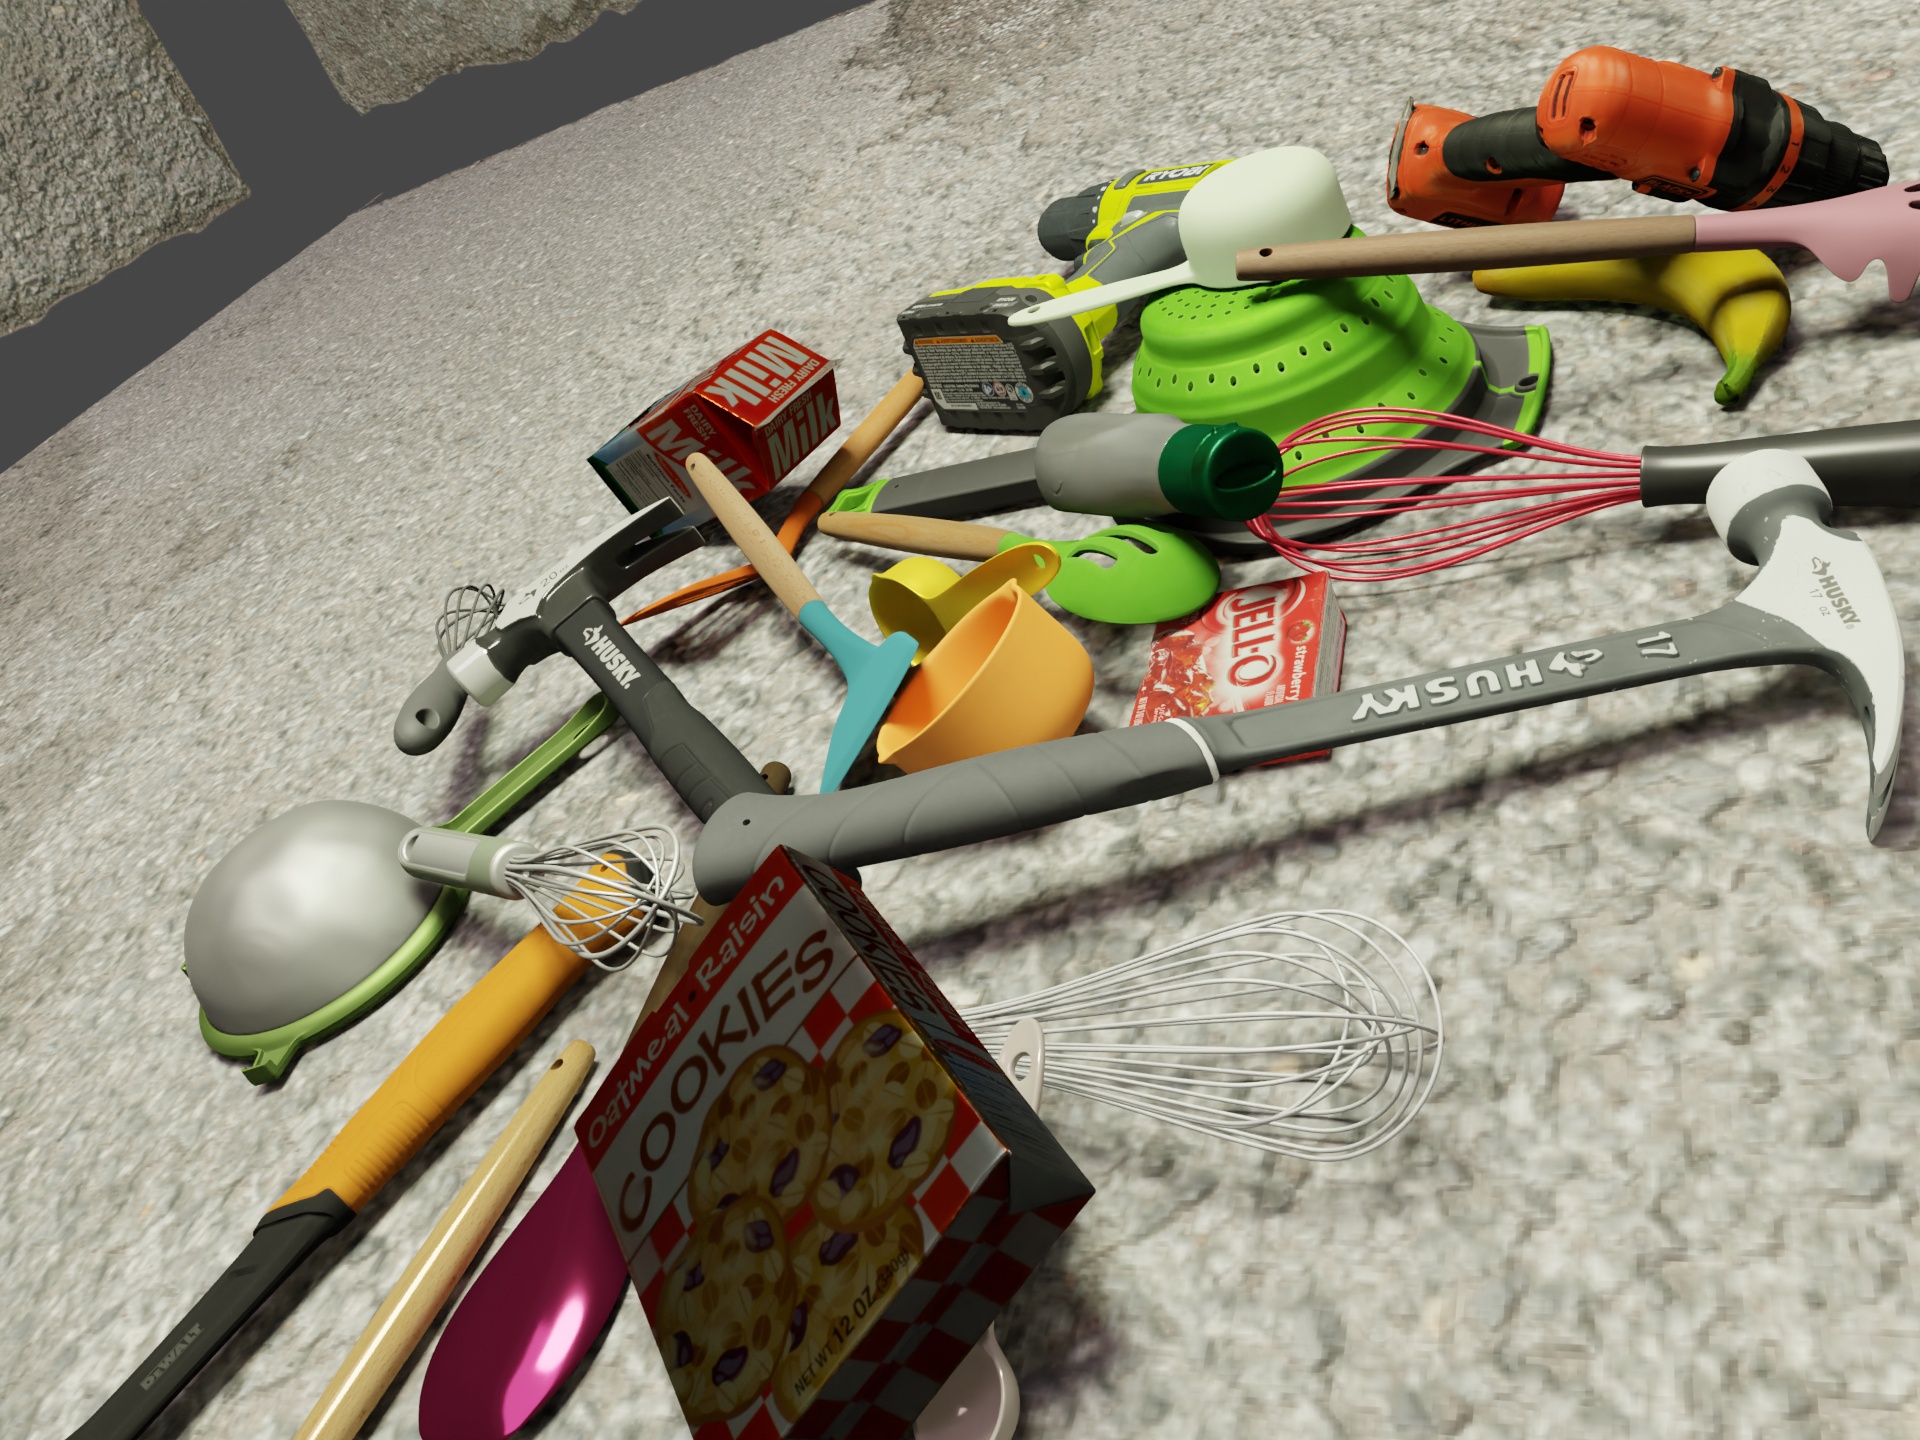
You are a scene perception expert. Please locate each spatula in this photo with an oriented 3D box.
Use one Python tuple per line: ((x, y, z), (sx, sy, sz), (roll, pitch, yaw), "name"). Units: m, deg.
((-0.081, -0.154, 0.953), (0.081, 0.041, 0.323), (-16, 31, 51), "spatula")
((-0.091, -0.070, 0.792), (0.082, 0.044, 0.318), (-59, 40, 16), "spatula")

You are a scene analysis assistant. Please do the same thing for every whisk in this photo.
((-0.181, 0.063, 0.659), (0.246, 0.059, 0.058), (1, 67, 50), "whisk")
((0.016, 0.103, 0.509), (0.284, 0.070, 0.070), (-10, 35, 36), "whisk")
((-0.288, -0.031, 0.906), (0.055, 0.055, 0.239), (-26, 21, 4), "whisk")
((0.242, -0.092, 0.611), (0.296, 0.073, 0.073), (1, 42, 31), "whisk")

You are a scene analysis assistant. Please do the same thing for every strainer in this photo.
((-0.283, 0.053, 0.791), (0.256, 0.069, 0.152), (-42, 34, -19), "strainer")

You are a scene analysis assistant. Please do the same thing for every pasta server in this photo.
((0.276, -0.195, 0.665), (0.316, 0.040, 0.060), (0, 53, 14), "pasta server")

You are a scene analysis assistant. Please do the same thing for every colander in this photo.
((0.082, -0.167, 0.803), (0.397, 0.094, 0.205), (-7, 37, 31), "colander")

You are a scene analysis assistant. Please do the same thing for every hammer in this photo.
((0.099, 0.011, 0.543), (0.409, 0.036, 0.149), (-13, 43, 13), "hammer")
((-0.131, -0.003, 0.730), (0.146, 0.035, 0.335), (-41, 40, -8), "hammer")
((-0.240, 0.174, 0.619), (0.127, 0.034, 0.337), (8, 47, 43), "hammer")

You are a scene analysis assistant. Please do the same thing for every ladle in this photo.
((-0.206, 0.228, 0.522), (0.069, 0.031, 0.316), (-6, 36, 32), "ladle")

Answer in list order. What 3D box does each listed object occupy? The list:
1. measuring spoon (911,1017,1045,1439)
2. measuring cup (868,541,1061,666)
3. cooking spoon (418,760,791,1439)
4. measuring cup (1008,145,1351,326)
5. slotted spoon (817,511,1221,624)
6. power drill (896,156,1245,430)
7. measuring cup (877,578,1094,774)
((0.013, 0.145, 0.447), (0.034, 0.018, 0.124), (-15, 53, 43), "measuring spoon")
((0.009, -0.059, 0.703), (0.029, 0.062, 0.156), (-40, 10, -28), "measuring cup")
((-0.120, 0.124, 0.612), (0.069, 0.017, 0.319), (-11, 35, 26), "cooking spoon")
((0.096, -0.224, 0.745), (0.167, 0.038, 0.083), (-13, 34, 18), "measuring cup")
((0.008, -0.085, 0.768), (0.070, 0.031, 0.314), (-31, 25, -25), "slotted spoon")
((0.071, -0.273, 0.986), (0.191, 0.080, 0.228), (13, 47, 47), "power drill")
((-0.001, -0.002, 0.684), (0.095, 0.052, 0.173), (-55, 13, -16), "measuring cup")
